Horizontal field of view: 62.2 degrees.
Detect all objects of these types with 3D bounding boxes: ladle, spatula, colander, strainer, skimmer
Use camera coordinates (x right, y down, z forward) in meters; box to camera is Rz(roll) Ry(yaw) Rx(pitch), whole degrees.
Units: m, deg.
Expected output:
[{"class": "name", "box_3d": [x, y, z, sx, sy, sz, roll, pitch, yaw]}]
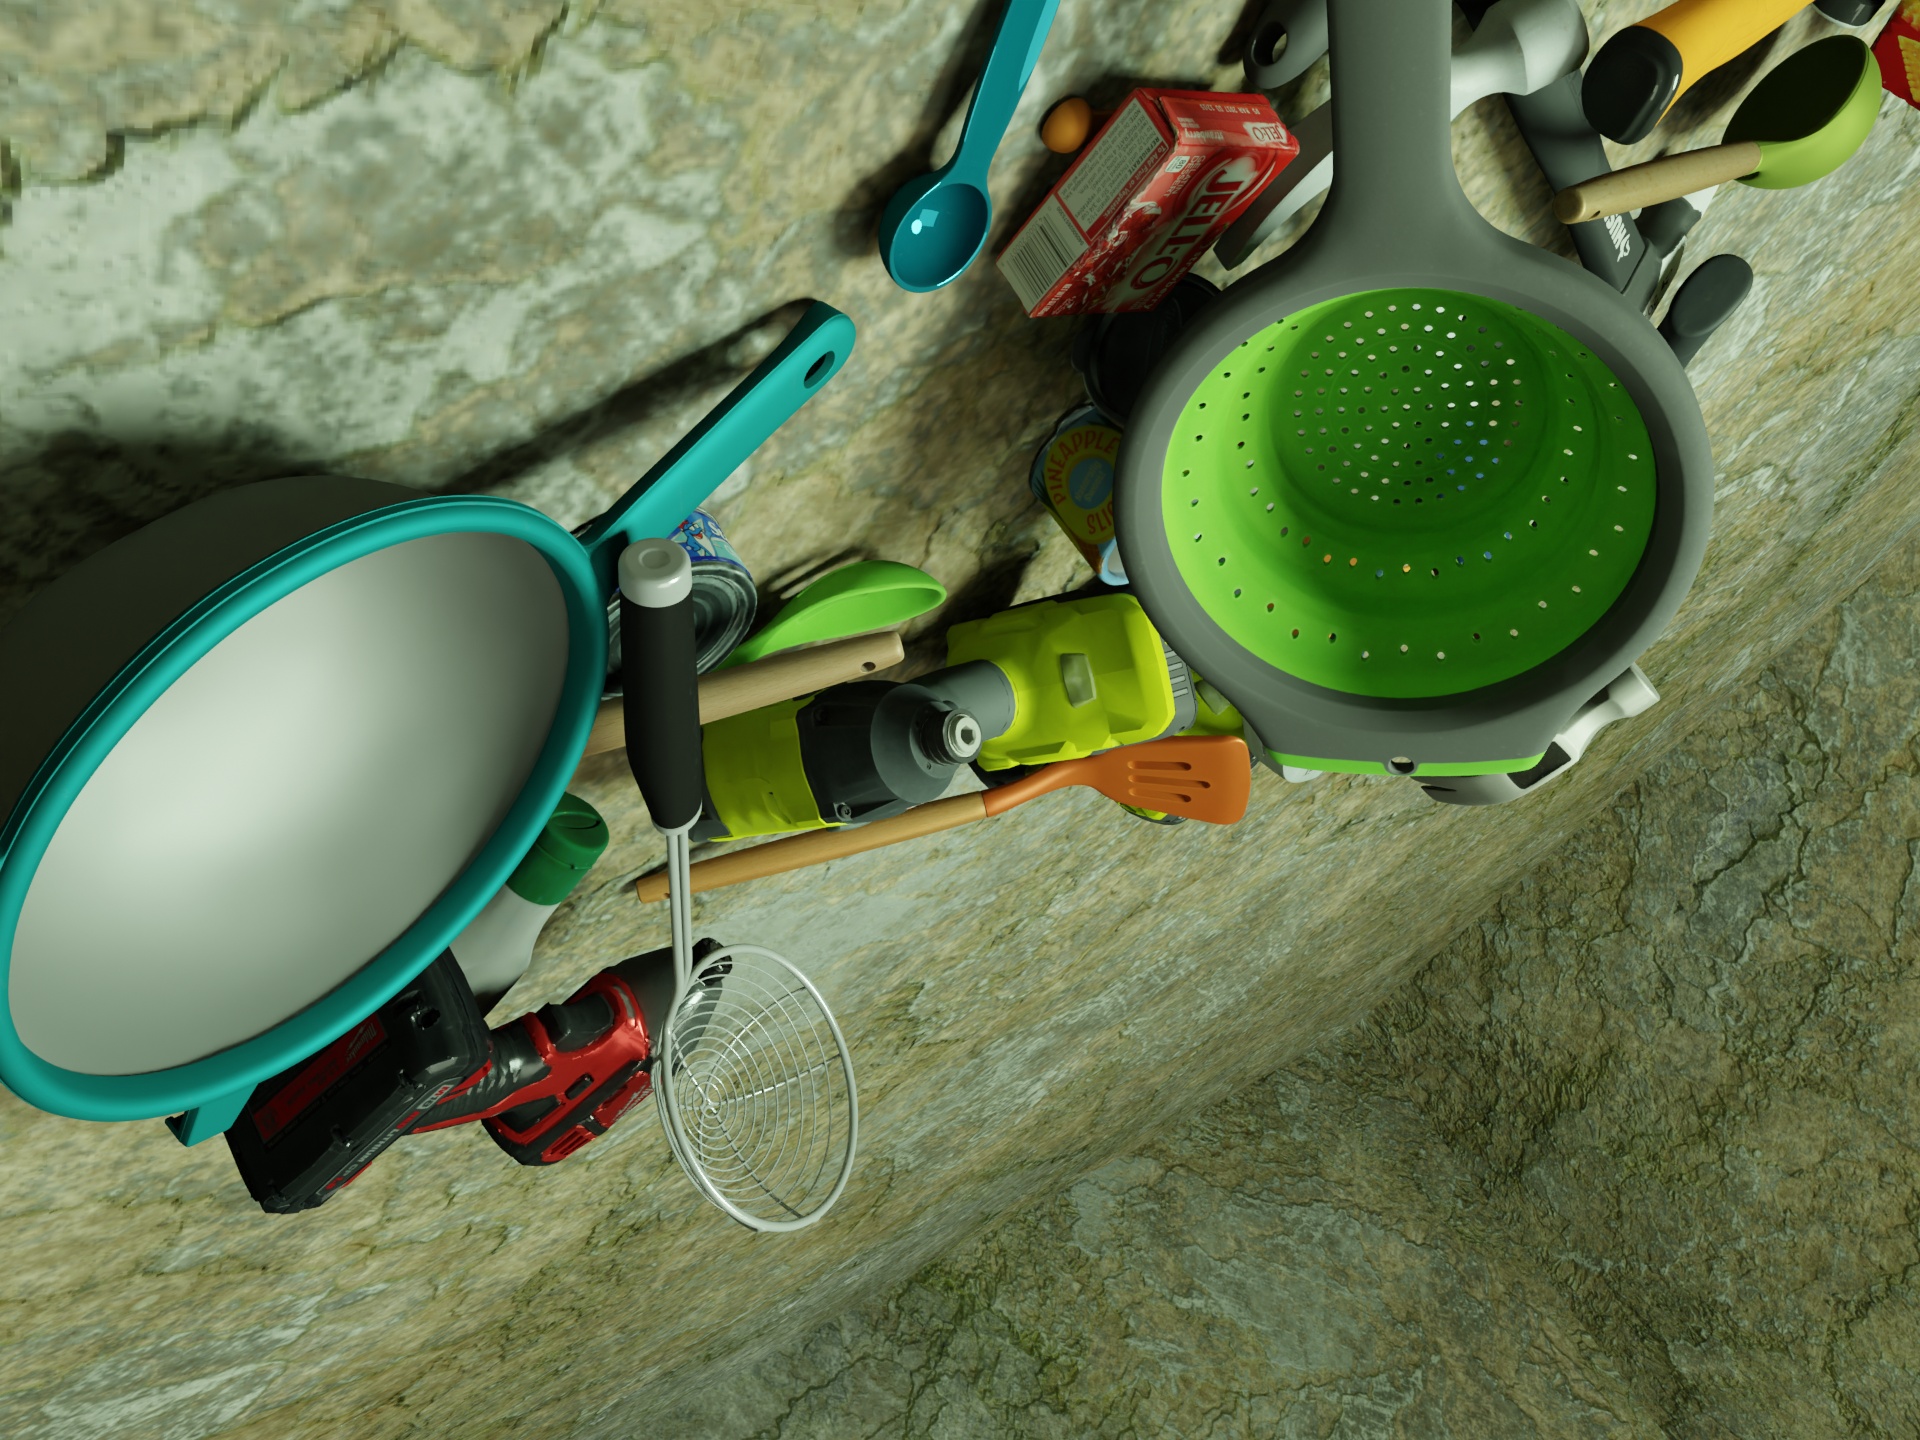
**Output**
[{"class": "ladle", "box_3d": [0.324, -0.252, 0.691, 0.320, 0.062, 0.078, -26, 173, -41]}, {"class": "spatula", "box_3d": [-0.172, 0.023, 0.586, 0.317, 0.044, 0.082, -16, 143, -2]}, {"class": "colander", "box_3d": [0.151, -0.161, 0.547, 0.095, 0.204, 0.396, -68, 152, -49]}, {"class": "strainer", "box_3d": [-0.172, -0.039, 0.493, 0.340, 0.095, 0.210, -49, 163, -23]}, {"class": "spatula", "box_3d": [-0.010, 0.057, 0.831, 0.322, 0.041, 0.081, -14, 143, -3]}, {"class": "skimmer", "box_3d": [-0.079, 0.076, 0.617, 0.090, 0.127, 0.363, 9, 138, 1]}]

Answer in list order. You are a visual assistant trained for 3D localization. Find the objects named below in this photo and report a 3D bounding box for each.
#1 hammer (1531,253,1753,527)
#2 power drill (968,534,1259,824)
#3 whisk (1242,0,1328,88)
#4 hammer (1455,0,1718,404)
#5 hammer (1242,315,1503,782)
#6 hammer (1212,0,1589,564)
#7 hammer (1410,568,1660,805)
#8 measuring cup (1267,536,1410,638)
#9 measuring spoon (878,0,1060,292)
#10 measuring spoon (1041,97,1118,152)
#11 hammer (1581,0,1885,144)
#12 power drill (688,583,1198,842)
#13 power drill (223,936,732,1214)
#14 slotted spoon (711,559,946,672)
[{"class": "hammer", "box_3d": [0.395, -0.164, 0.997, 0.149, 0.036, 0.408, -43, 166, -10]}, {"class": "power drill", "box_3d": [0.118, -0.021, 0.928, 0.190, 0.080, 0.228, -41, 154, 14]}, {"class": "whisk", "box_3d": [0.169, -0.297, 0.494, 0.055, 0.055, 0.239, -8, 150, -48]}, {"class": "hammer", "box_3d": [0.270, -0.244, 0.707, 0.334, 0.035, 0.146, 17, 102, -58]}, {"class": "hammer", "box_3d": [0.242, -0.101, 0.885, 0.128, 0.033, 0.330, -20, 137, -41]}, {"class": "hammer", "box_3d": [0.219, -0.146, 0.731, 0.144, 0.035, 0.405, -26, 150, 11]}, {"class": "hammer", "box_3d": [0.307, -0.051, 0.938, 0.130, 0.031, 0.331, -40, -165, 23]}, {"class": "measuring cup", "box_3d": [0.257, -0.106, 0.985, 0.173, 0.052, 0.095, -36, 158, -2]}, {"class": "measuring spoon", "box_3d": [0.004, -0.197, 0.502, 0.042, 0.021, 0.128, -13, 140, -44]}, {"class": "measuring spoon", "box_3d": [0.073, -0.208, 0.571, 0.117, 0.011, 0.021, -13, 149, -42]}, {"class": "hammer", "box_3d": [0.339, -0.302, 0.631, 0.337, 0.034, 0.127, -37, 163, -35]}, {"class": "power drill", "box_3d": [-0.001, -0.002, 0.707, 0.171, 0.080, 0.223, -10, -174, 45]}, {"class": "power drill", "box_3d": [-0.198, 0.141, 0.695, 0.143, 0.079, 0.219, -40, 157, 12]}, {"class": "slotted spoon", "box_3d": [-0.149, 0.001, 0.657, 0.314, 0.031, 0.070, -26, 174, -15]}]
